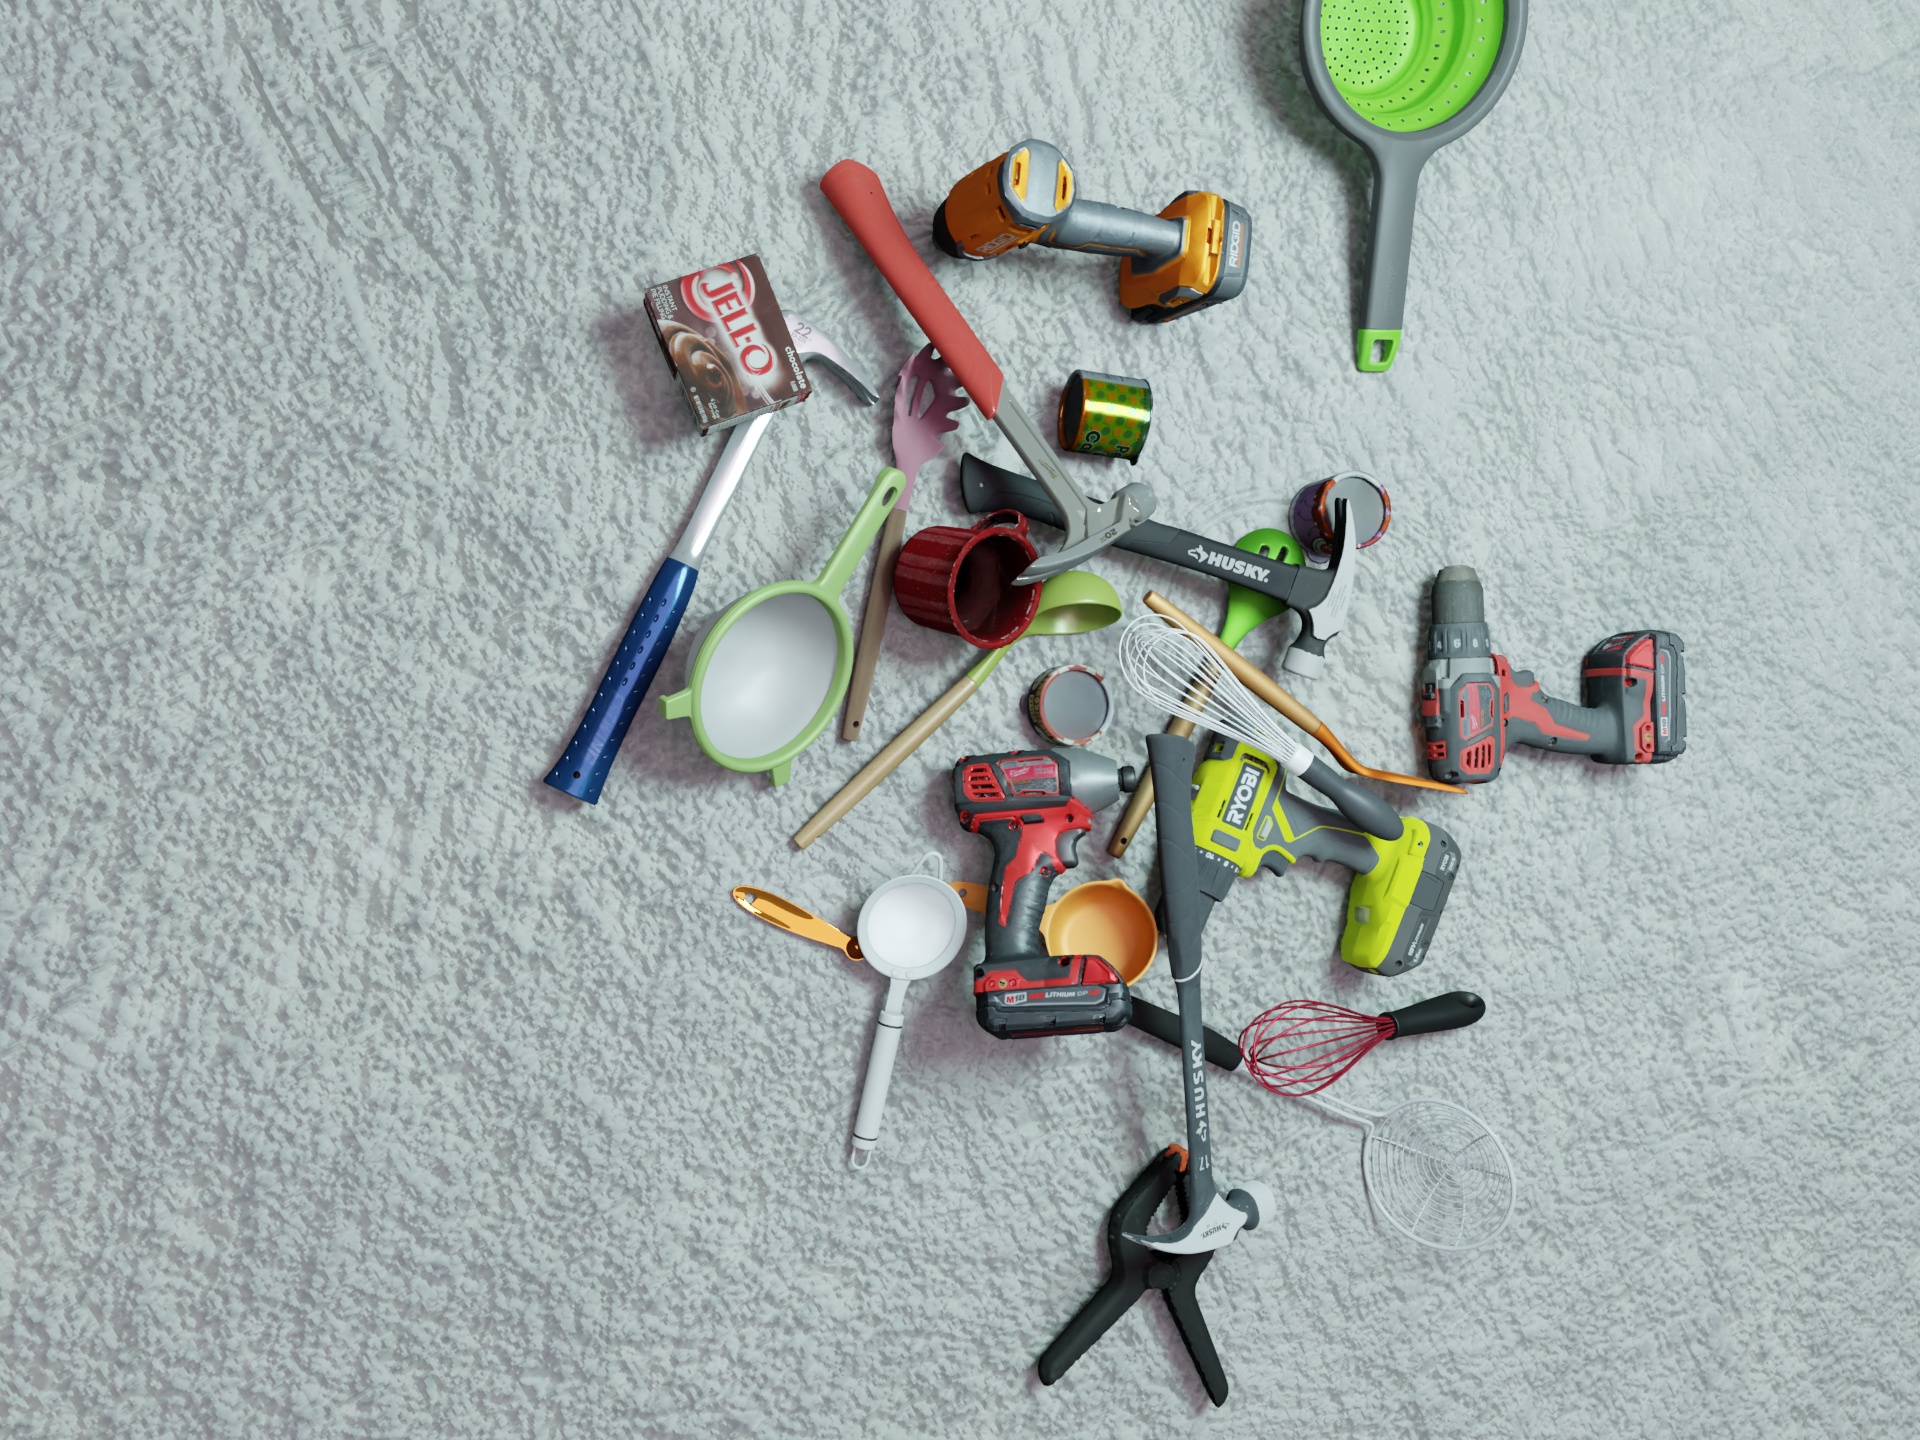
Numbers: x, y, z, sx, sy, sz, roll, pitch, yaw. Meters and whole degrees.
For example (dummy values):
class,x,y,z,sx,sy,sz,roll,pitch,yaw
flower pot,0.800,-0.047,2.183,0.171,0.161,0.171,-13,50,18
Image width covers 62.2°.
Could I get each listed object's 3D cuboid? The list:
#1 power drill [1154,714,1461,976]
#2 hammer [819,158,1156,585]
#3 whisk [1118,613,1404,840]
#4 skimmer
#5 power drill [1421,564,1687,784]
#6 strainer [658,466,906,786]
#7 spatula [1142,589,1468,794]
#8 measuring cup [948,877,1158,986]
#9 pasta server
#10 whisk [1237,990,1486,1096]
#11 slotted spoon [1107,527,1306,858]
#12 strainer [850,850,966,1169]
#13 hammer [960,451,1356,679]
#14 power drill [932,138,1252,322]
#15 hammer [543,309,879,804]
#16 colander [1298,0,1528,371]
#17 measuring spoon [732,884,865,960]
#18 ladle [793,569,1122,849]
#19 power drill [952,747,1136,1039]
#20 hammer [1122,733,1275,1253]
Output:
class,x,y,z,sx,sy,sz,roll,pitch,yaw
power drill,0.279,0.124,1.313,0.228,0.080,0.190,25,82,-11
hammer,-0.001,-0.272,1.208,0.149,0.036,0.359,-31,84,-36
whisk,0.239,0.013,1.252,0.284,0.070,0.070,36,80,-11
skimmer,0.284,0.321,1.303,0.363,0.090,0.127,26,114,-11
power drill,0.506,-0.041,1.380,0.226,0.080,0.188,-2,89,-13
strainer,-0.129,-0.086,1.190,0.256,0.069,0.151,-59,142,-6
spatula,0.276,-0.016,1.298,0.322,0.081,0.041,36,85,-17
measuring cup,0.072,0.163,1.274,0.173,0.052,0.095,16,79,10
pasta server,-0.052,-0.138,1.245,0.060,0.040,0.316,13,87,-26
whisk,0.336,0.252,1.299,0.295,0.073,0.073,-2,90,-37
slotted spoon,0.202,-0.024,1.319,0.070,0.031,0.314,30,83,-7
strainer,-0.054,0.224,1.238,0.086,0.050,0.258,12,92,-16
hammer,0.157,-0.151,1.277,0.334,0.035,0.146,18,98,-5
power drill,0.093,-0.377,1.241,0.226,0.164,0.084,7,87,-28
hammer,-0.200,-0.125,1.205,0.144,0.035,0.405,26,82,-13
colander,0.355,-0.501,1.348,0.204,0.095,0.397,-3,108,-16
measuring spoon,-0.124,0.156,1.236,0.117,0.011,0.021,27,84,-10
ladle,-0.002,-0.004,1.249,0.320,0.078,0.062,-43,76,-7
power drill,0.071,0.127,1.219,0.143,0.078,0.220,-5,73,5
hammer,0.173,0.212,1.231,0.149,0.036,0.409,-8,95,-41
